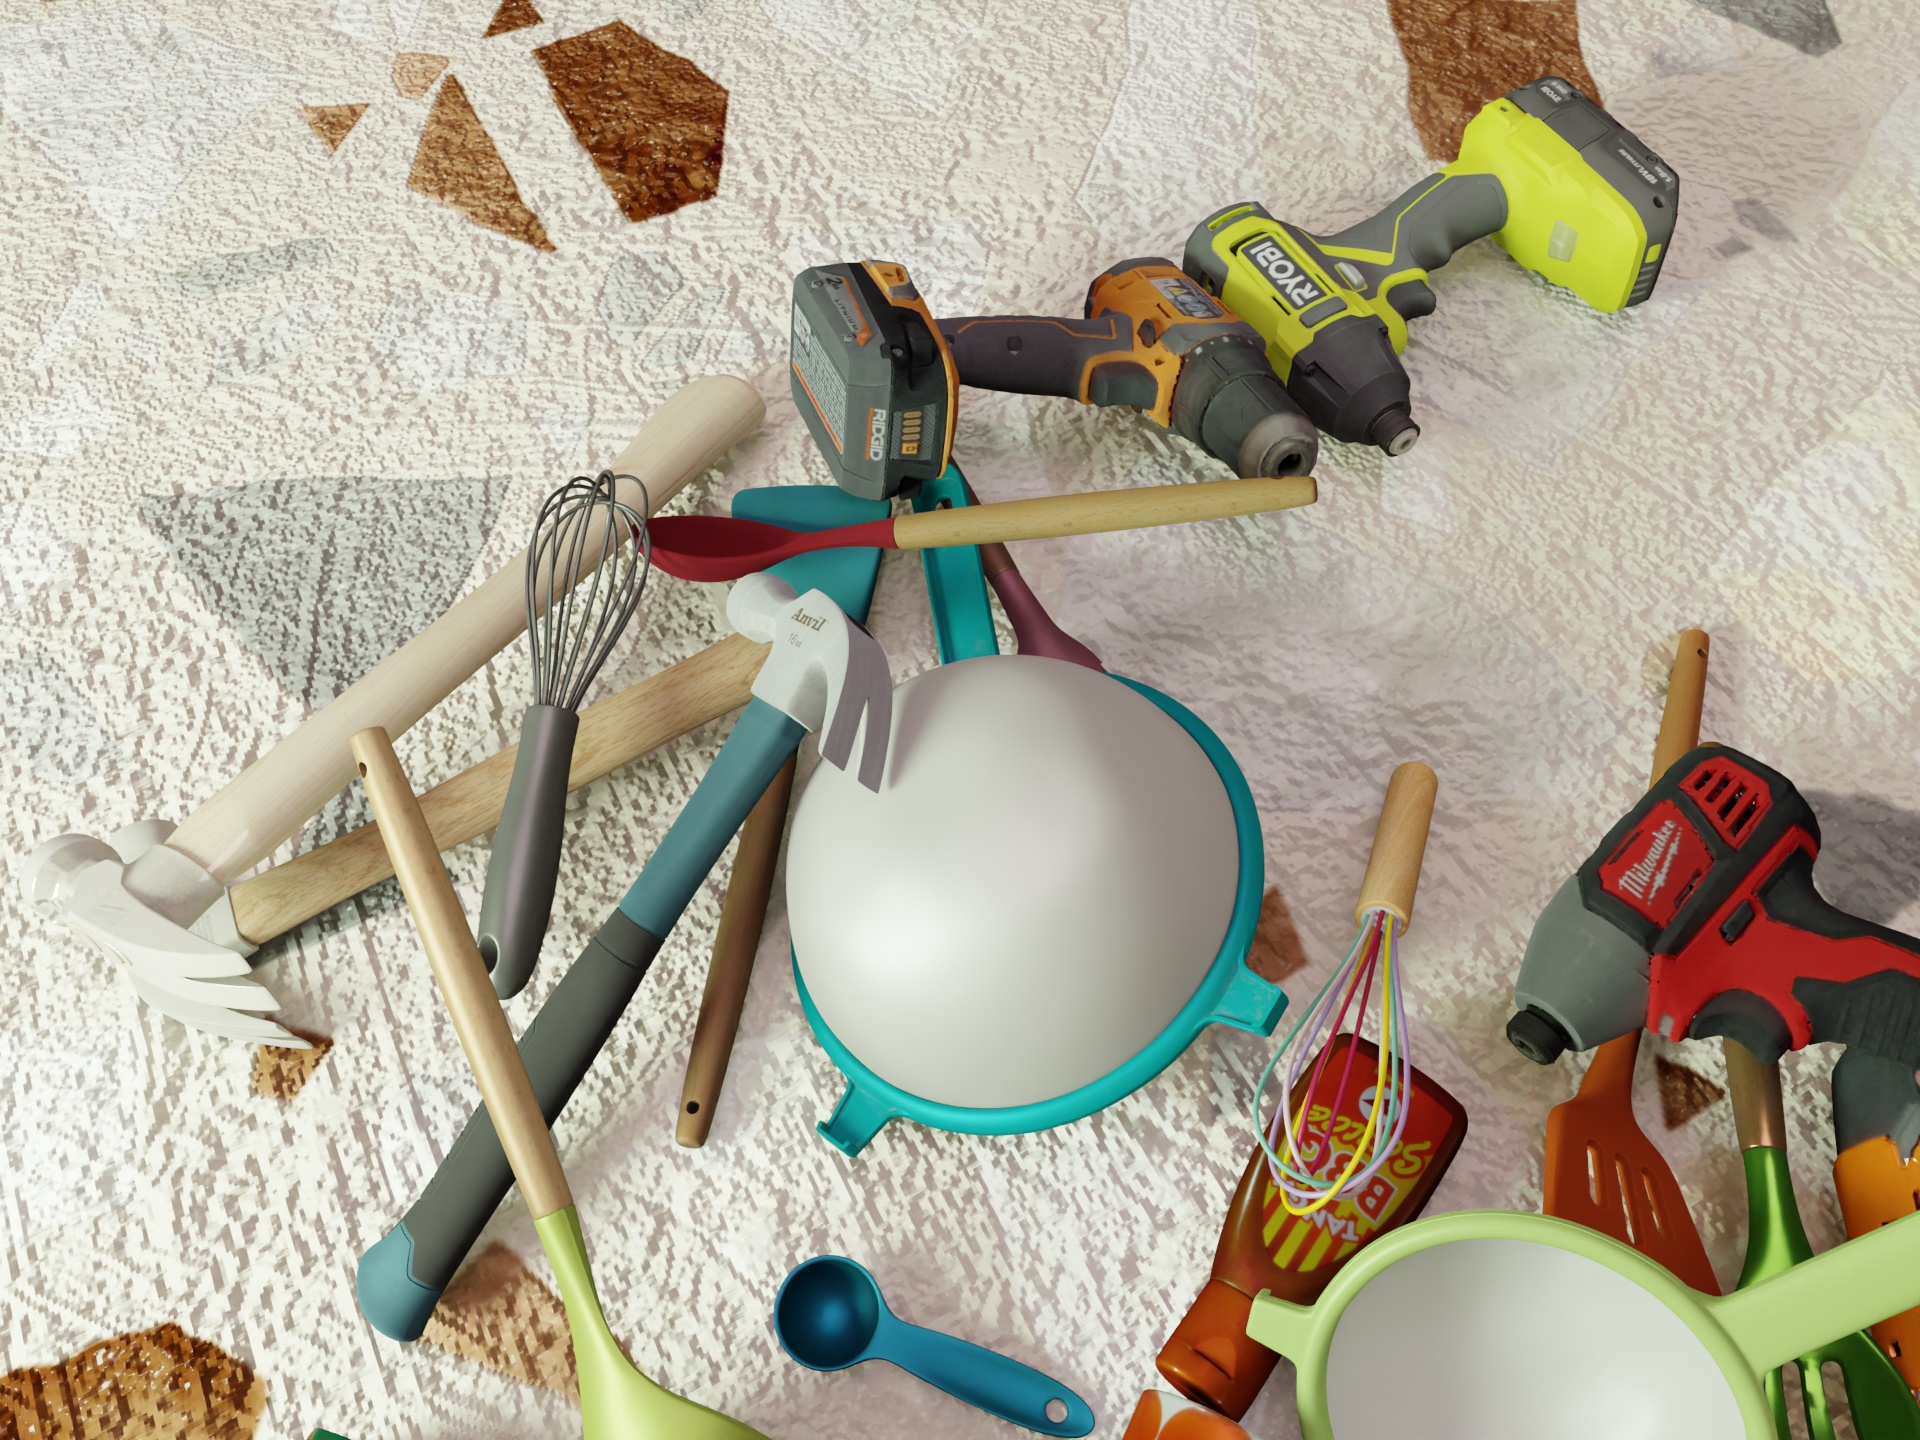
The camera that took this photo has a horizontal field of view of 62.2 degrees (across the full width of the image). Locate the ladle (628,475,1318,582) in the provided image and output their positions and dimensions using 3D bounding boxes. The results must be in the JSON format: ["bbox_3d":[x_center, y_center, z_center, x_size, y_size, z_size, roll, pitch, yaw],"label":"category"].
[{"bbox_3d":[-0.003,-0.087,0.703,0.315,0.031,0.069,-3,20,19],"label":"ladle"}]

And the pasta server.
[{"bbox_3d":[0.012,-0.084,0.795,0.060,0.040,0.317,-22,56,-9],"label":"pasta server"}]

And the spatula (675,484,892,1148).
[{"bbox_3d":[-0.091,0.033,0.720,0.082,0.044,0.318,3,60,11],"label":"spatula"}]

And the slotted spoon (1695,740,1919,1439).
[{"bbox_3d":[0.307,0.141,0.610,0.070,0.031,0.314,2,56,11],"label":"slotted spoon"}]

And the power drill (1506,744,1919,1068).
[{"bbox_3d":[0.311,0.115,0.560,0.143,0.078,0.220,-43,54,-12],"label":"power drill"}]

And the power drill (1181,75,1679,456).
[{"bbox_3d":[0.254,-0.237,0.843,0.223,0.080,0.171,-28,60,-8],"label":"power drill"}]

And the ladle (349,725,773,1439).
[{"bbox_3d":[-0.146,0.147,0.575,0.062,0.078,0.320,-17,81,-46],"label":"ladle"}]

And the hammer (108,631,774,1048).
[{"bbox_3d":[-0.216,0.038,0.712,0.331,0.031,0.130,-26,63,-3],"label":"hammer"}]

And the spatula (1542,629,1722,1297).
[{"bbox_3d":[0.292,0.086,0.662,0.081,0.041,0.323,28,60,-7],"label":"spatula"}]

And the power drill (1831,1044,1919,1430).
[{"bbox_3d":[0.441,0.174,0.577,0.226,0.084,0.164,-2,58,7],"label":"power drill"}]

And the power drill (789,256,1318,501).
[{"bbox_3d":[0.047,-0.160,0.766,0.226,0.084,0.186,-8,40,-18],"label":"power drill"}]

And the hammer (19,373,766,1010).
[{"bbox_3d":[-0.217,-0.039,0.729,0.146,0.038,0.411,15,49,33],"label":"hammer"}]

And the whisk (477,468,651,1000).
[{"bbox_3d":[-0.169,-0.001,0.669,0.055,0.055,0.239,3,69,6],"label":"whisk"}]

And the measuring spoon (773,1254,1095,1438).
[{"bbox_3d":[-0.011,0.244,0.606,0.128,0.021,0.042,21,61,6],"label":"measuring spoon"}]

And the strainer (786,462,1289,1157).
[{"bbox_3d":[-0.001,-0.002,0.673,0.211,0.095,0.341,-20,55,14],"label":"strainer"}]

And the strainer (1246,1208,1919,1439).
[{"bbox_3d":[0.236,0.201,0.527,0.256,0.069,0.151,-37,82,22],"label":"strainer"}]

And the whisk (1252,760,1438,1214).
[{"bbox_3d":[0.160,0.095,0.631,0.051,0.047,0.245,14,40,15],"label":"whisk"}]

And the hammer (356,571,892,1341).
[{"bbox_3d":[-0.136,0.092,0.635,0.128,0.033,0.331,26,81,50],"label":"hammer"}]
